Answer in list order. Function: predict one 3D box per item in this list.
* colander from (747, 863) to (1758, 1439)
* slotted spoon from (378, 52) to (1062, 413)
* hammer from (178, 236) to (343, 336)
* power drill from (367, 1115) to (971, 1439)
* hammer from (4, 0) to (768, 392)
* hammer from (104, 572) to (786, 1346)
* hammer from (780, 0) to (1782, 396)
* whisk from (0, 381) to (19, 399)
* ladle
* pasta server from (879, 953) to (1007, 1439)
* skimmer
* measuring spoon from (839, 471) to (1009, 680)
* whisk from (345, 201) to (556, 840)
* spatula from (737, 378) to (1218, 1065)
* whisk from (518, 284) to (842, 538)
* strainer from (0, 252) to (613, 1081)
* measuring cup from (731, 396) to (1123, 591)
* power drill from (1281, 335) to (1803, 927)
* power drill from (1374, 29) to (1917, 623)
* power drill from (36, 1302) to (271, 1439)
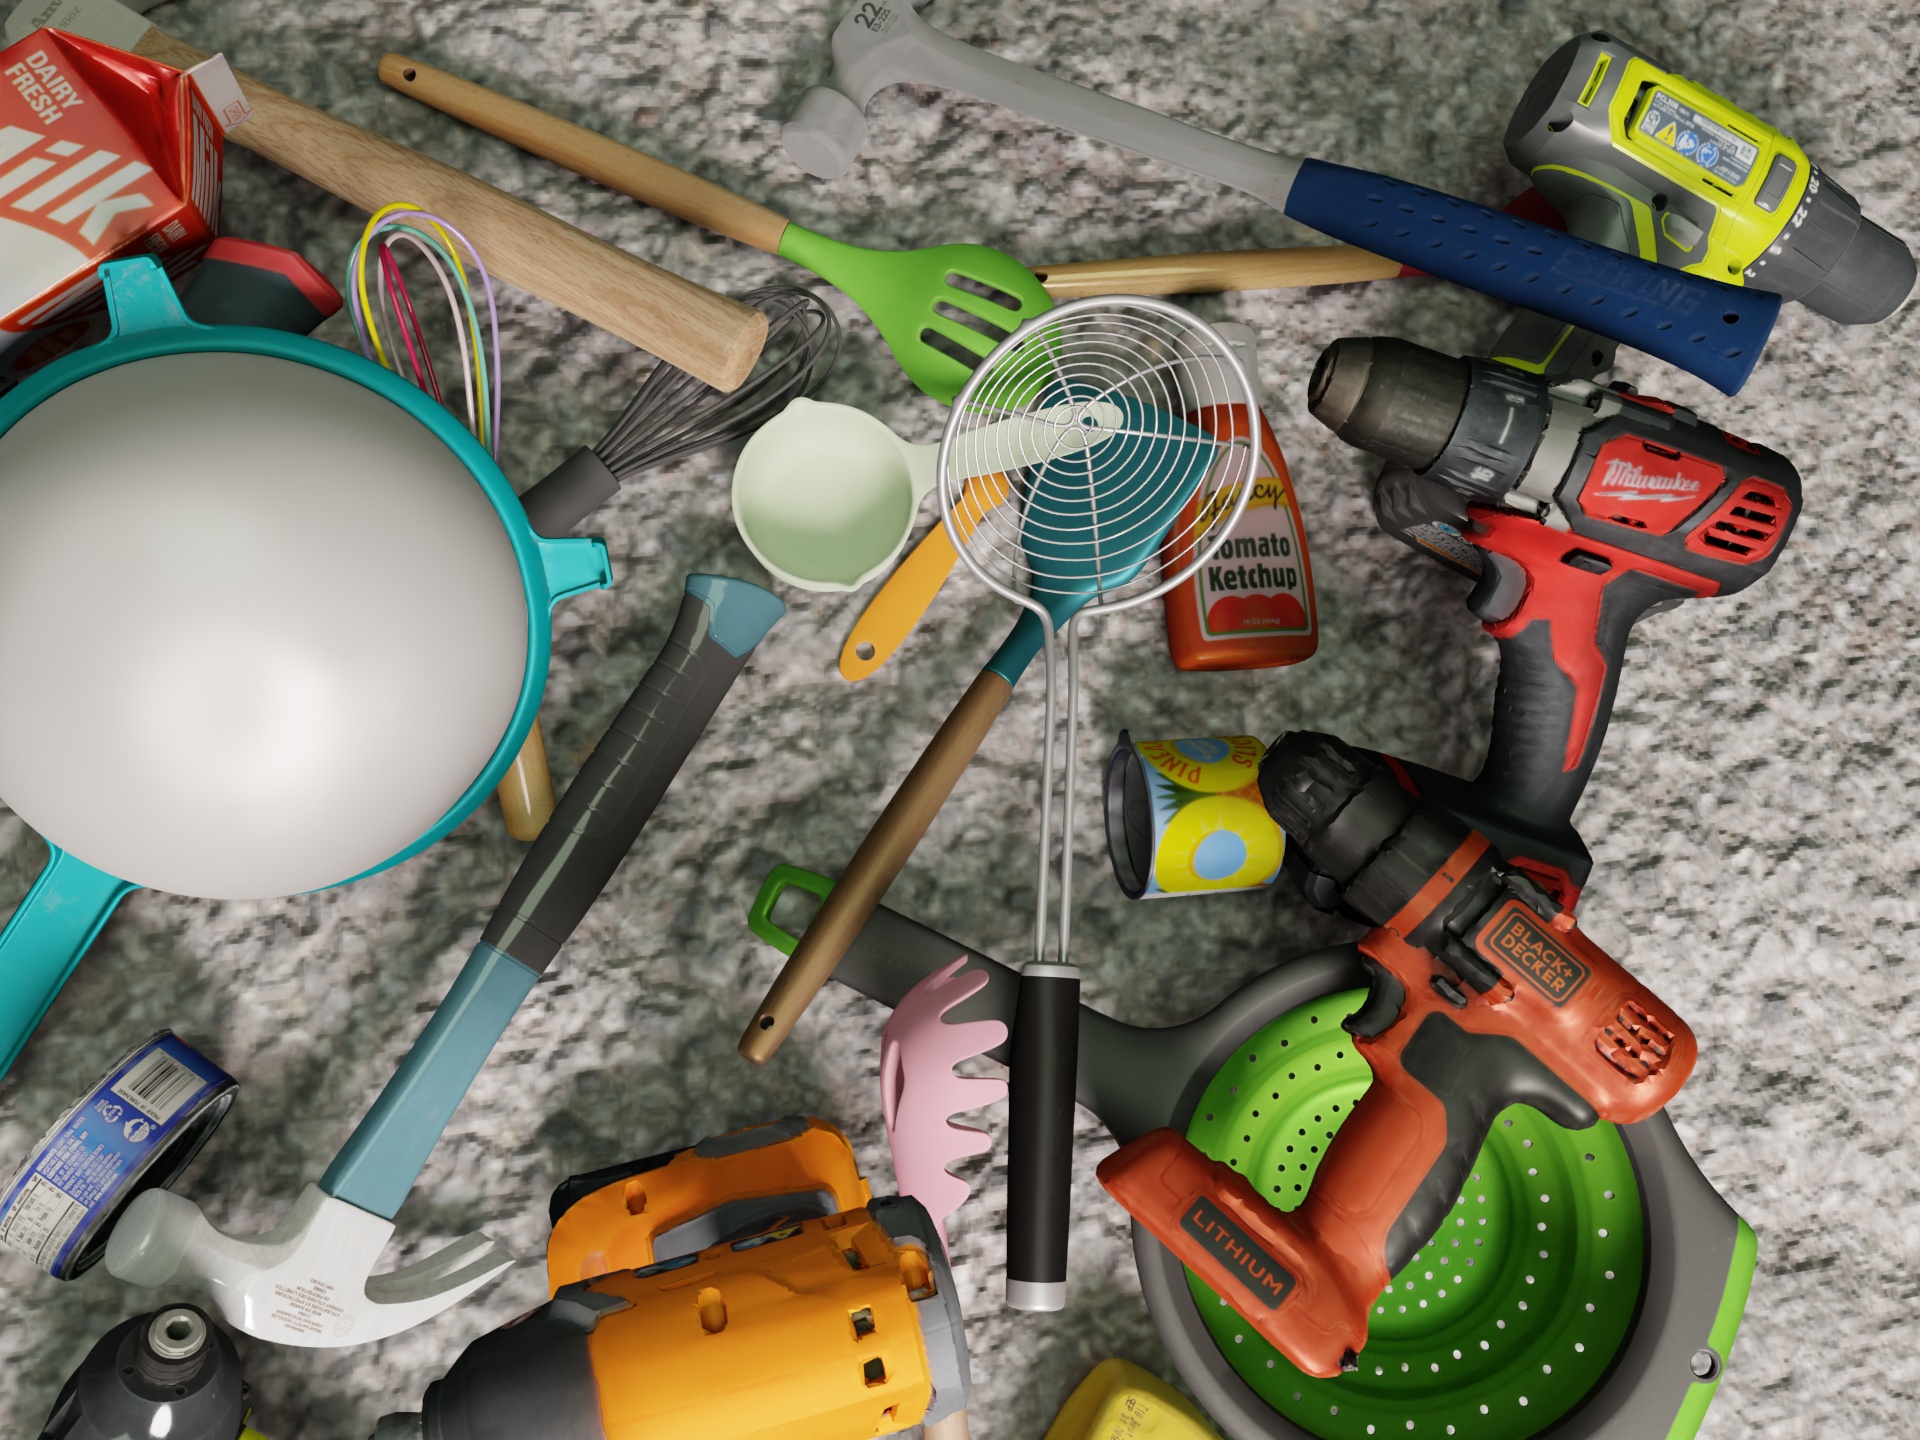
[{"bbox_3d":[0.098,0.160,0.644,0.397,0.094,0.204,25,80,13],"label":"colander"},{"bbox_3d":[-0.101,-0.216,0.684,0.313,0.031,0.070,23,94,-4],"label":"slotted spoon"},{"bbox_3d":[-0.373,-0.029,0.576,0.386,0.038,0.143,-40,92,-3],"label":"hammer"},{"bbox_3d":[-0.094,0.194,0.524,0.164,0.226,0.084,-12,84,-11],"label":"power drill"},{"bbox_3d":[-0.228,-0.218,0.634,0.331,0.031,0.130,26,78,5],"label":"hammer"},{"bbox_3d":[-0.165,0.078,0.607,0.128,0.033,0.331,43,68,-35],"label":"hammer"},{"bbox_3d":[0.132,-0.232,0.662,0.405,0.035,0.144,24,77,13],"label":"hammer"},{"bbox_3d":[-0.388,-0.143,0.612,0.073,0.073,0.296,-35,96,-12],"label":"whisk"},{"bbox_3d":[0.175,-0.211,0.731,0.315,0.031,0.069,-6,85,-9],"label":"ladle"},{"bbox_3d":[0.000,0.244,0.595,0.040,0.060,0.316,-8,101,-18],"label":"pasta server"},{"bbox_3d":[0.045,0.030,0.583,0.127,0.090,0.363,7,79,-17],"label":"skimmer"},{"bbox_3d":[-0.015,-0.064,0.684,0.021,0.011,0.117,36,78,-3],"label":"measuring spoon"},{"bbox_3d":[-0.190,-0.069,0.604,0.051,0.047,0.245,-8,106,0],"label":"whisk"},{"bbox_3d":[-0.001,-0.002,0.646,0.082,0.044,0.317,26,69,18],"label":"spatula"},{"bbox_3d":[-0.146,-0.100,0.653,0.239,0.055,0.055,-40,90,-8],"label":"whisk"},{"bbox_3d":[-0.281,0.030,0.539,0.210,0.095,0.340,33,95,-23],"label":"strainer"},{"bbox_3d":[-0.013,-0.104,0.670,0.167,0.038,0.083,-16,87,-7],"label":"measuring cup"},{"bbox_3d":[0.198,-0.031,0.631,0.188,0.080,0.226,18,109,-5],"label":"power drill"},{"bbox_3d":[0.302,-0.160,0.700,0.190,0.080,0.228,27,87,-7],"label":"power drill"},{"bbox_3d":[-0.200,0.283,0.536,0.223,0.080,0.171,26,122,-8],"label":"power drill"}]
